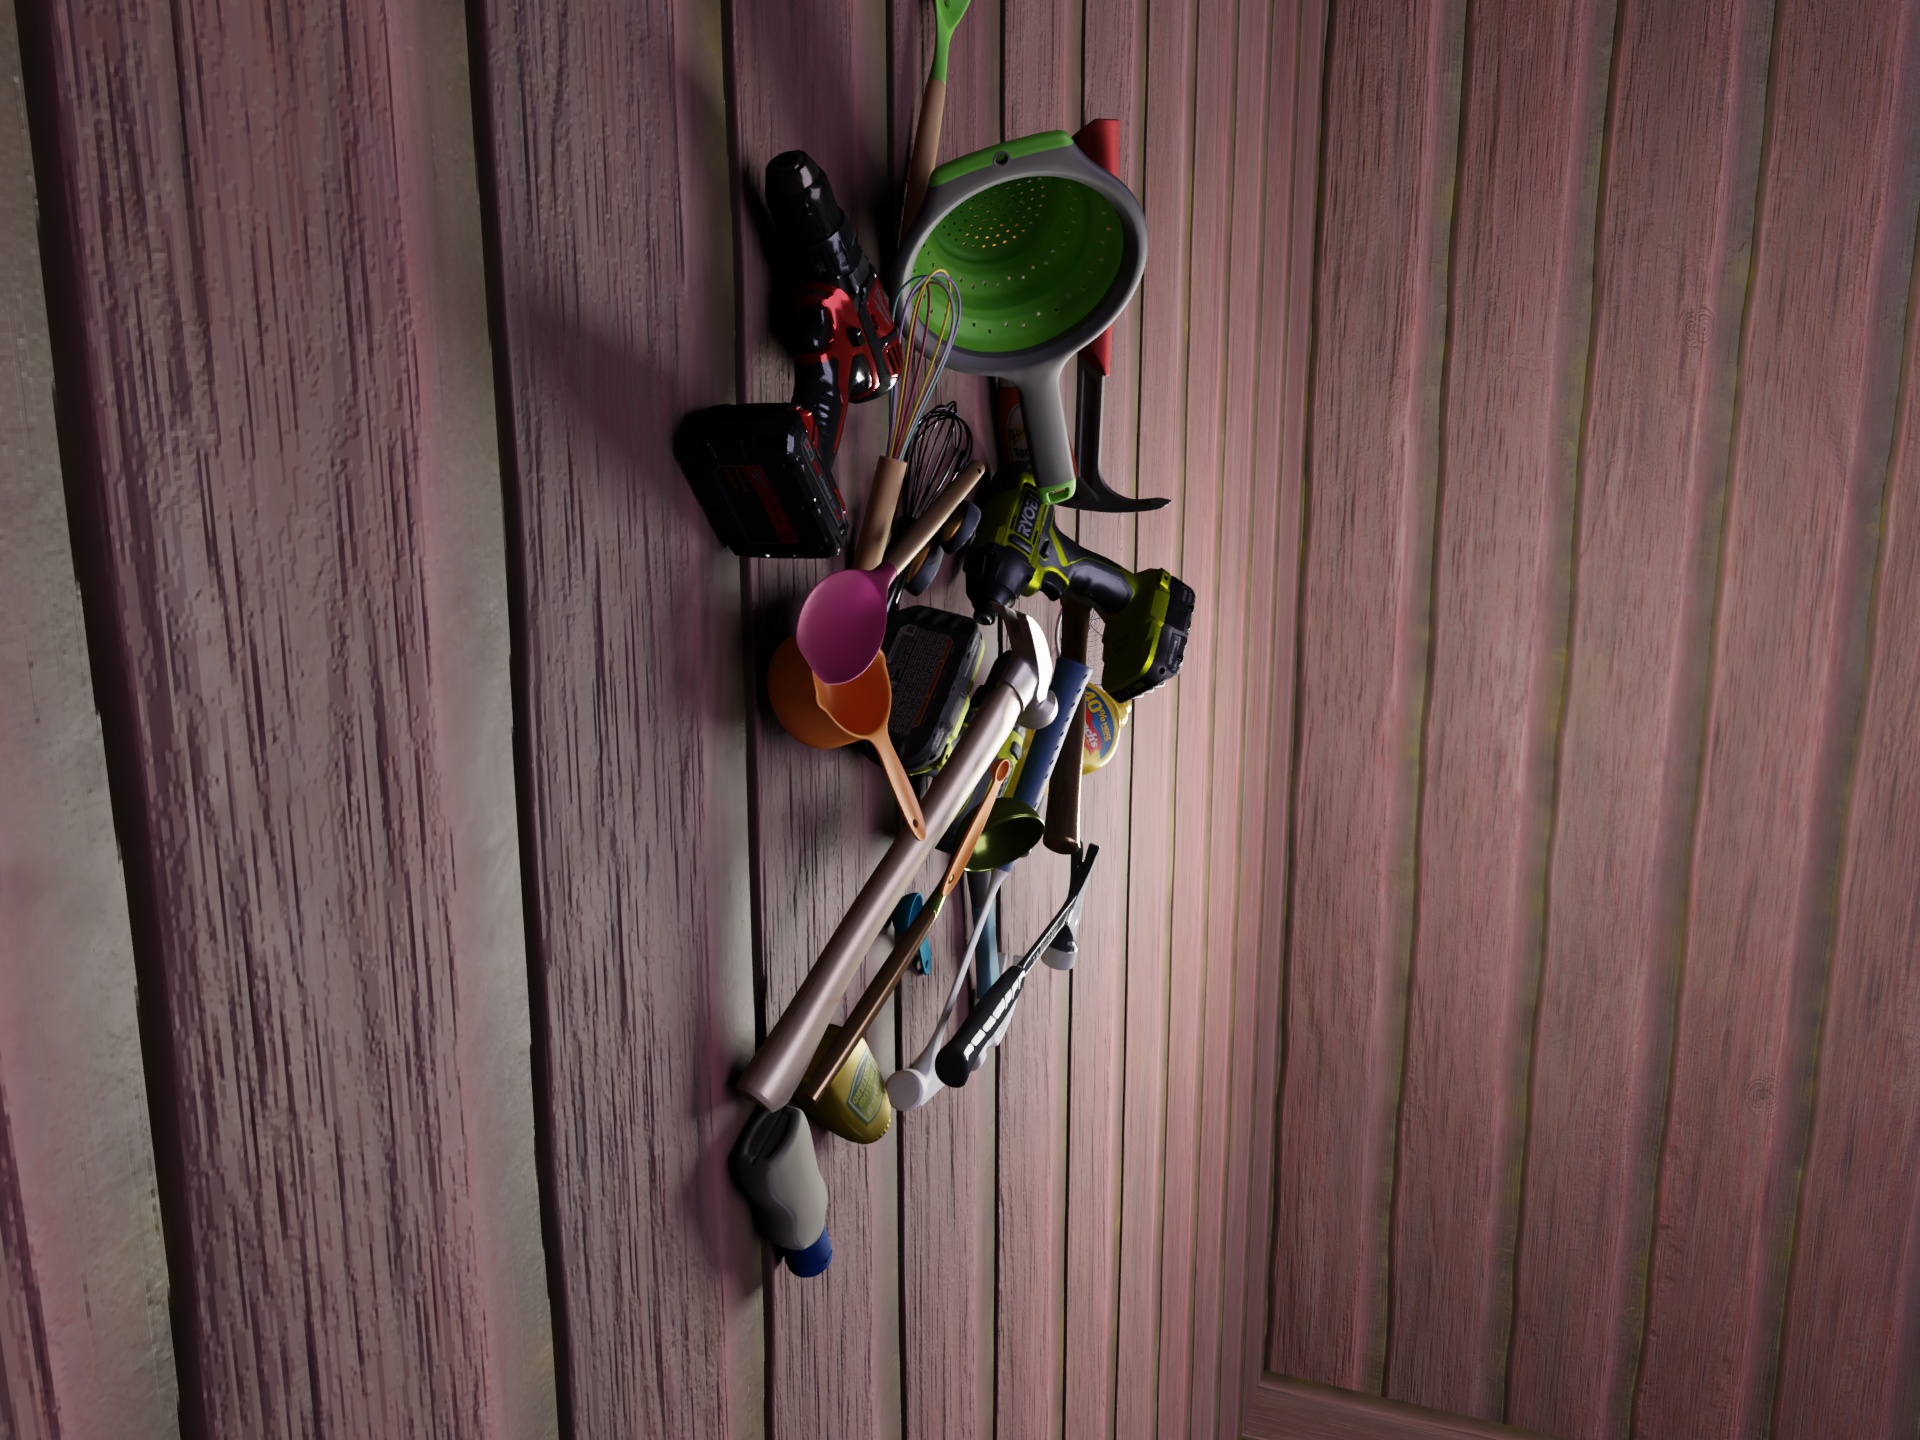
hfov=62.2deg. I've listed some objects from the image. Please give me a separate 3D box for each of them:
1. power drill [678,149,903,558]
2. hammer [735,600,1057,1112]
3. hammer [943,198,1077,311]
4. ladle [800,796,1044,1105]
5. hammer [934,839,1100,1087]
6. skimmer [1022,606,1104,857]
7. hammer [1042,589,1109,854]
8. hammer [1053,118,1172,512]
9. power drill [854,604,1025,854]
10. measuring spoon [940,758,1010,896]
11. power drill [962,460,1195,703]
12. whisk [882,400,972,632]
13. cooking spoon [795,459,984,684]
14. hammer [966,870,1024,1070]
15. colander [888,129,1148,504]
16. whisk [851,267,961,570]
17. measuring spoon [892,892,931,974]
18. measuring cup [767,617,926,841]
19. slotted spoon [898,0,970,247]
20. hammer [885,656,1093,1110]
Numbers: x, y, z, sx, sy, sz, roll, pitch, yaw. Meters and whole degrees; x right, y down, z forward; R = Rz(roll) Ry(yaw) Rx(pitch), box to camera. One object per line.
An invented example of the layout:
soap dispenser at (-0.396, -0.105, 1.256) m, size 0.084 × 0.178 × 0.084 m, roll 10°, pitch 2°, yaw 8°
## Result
power drill at (-0.107, -0.238, 1.044) m, size 0.187 × 0.080 × 0.227 m, roll 68°, pitch 31°, yaw -50°
hammer at (-0.045, 0.100, 1.180) m, size 0.411 × 0.038 × 0.146 m, roll -57°, pitch 154°, yaw -23°
hammer at (0.050, -0.447, 1.457) m, size 0.337 × 0.034 × 0.127 m, roll -22°, pitch 115°, yaw -67°
ladle at (-0.026, 0.175, 1.230) m, size 0.320 × 0.062 × 0.078 m, roll -55°, pitch 169°, yaw -39°
hammer at (0.057, 0.230, 1.472) m, size 0.409 × 0.036 × 0.149 m, roll -36°, pitch 141°, yaw -67°
skimmer at (0.124, -0.008, 1.641) m, size 0.127 × 0.090 × 0.364 m, roll 49°, pitch 40°, yaw -28°
hammer at (0.107, -0.019, 1.514) m, size 0.130 × 0.031 × 0.332 m, roll 23°, pitch 51°, yaw -23°
hammer at (0.135, -0.376, 1.501) m, size 0.037 × 0.149 × 0.359 m, roll -42°, pitch 137°, yaw -63°
power drill at (-0.002, -0.004, 1.336) m, size 0.191 × 0.080 × 0.228 m, roll -68°, pitch 156°, yaw -15°
measuring spoon at (0.008, 0.081, 1.221) m, size 0.021 × 0.011 × 0.117 m, roll 21°, pitch 95°, yaw -62°
power drill at (0.105, -0.118, 1.483) m, size 0.223 × 0.080 × 0.171 m, roll 31°, pitch 55°, yaw -23°
whisk at (-0.042, -0.156, 1.275) m, size 0.055 × 0.055 × 0.239 m, roll 58°, pitch 46°, yaw -57°
cooking spoon at (-0.044, -0.122, 1.177) m, size 0.068 × 0.017 × 0.319 m, roll 58°, pitch 36°, yaw -19°
hammer at (0.020, 0.161, 1.515) m, size 0.128 × 0.033 × 0.330 m, roll -44°, pitch 135°, yaw -59°
colander at (0.049, -0.332, 1.305) m, size 0.396 × 0.204 × 0.095 m, roll 73°, pitch 0°, yaw -57°
whisk at (-0.048, -0.219, 1.199) m, size 0.047 × 0.051 × 0.245 m, roll -102°, pitch -154°, yaw -78°
measuring spoon at (-0.043, 0.190, 1.391) m, size 0.128 × 0.021 × 0.042 m, roll 80°, pitch 23°, yaw -55°
measuring cup at (-0.079, 0.014, 1.130) m, size 0.095 × 0.052 × 0.173 m, roll -43°, pitch 113°, yaw -55°
slotted spoon at (-0.024, -0.485, 1.268) m, size 0.070 × 0.031 × 0.314 m, roll 21°, pitch 77°, yaw -68°
hammer at (0.031, 0.140, 1.391) m, size 0.144 × 0.035 × 0.405 m, roll 32°, pitch 78°, yaw -77°
